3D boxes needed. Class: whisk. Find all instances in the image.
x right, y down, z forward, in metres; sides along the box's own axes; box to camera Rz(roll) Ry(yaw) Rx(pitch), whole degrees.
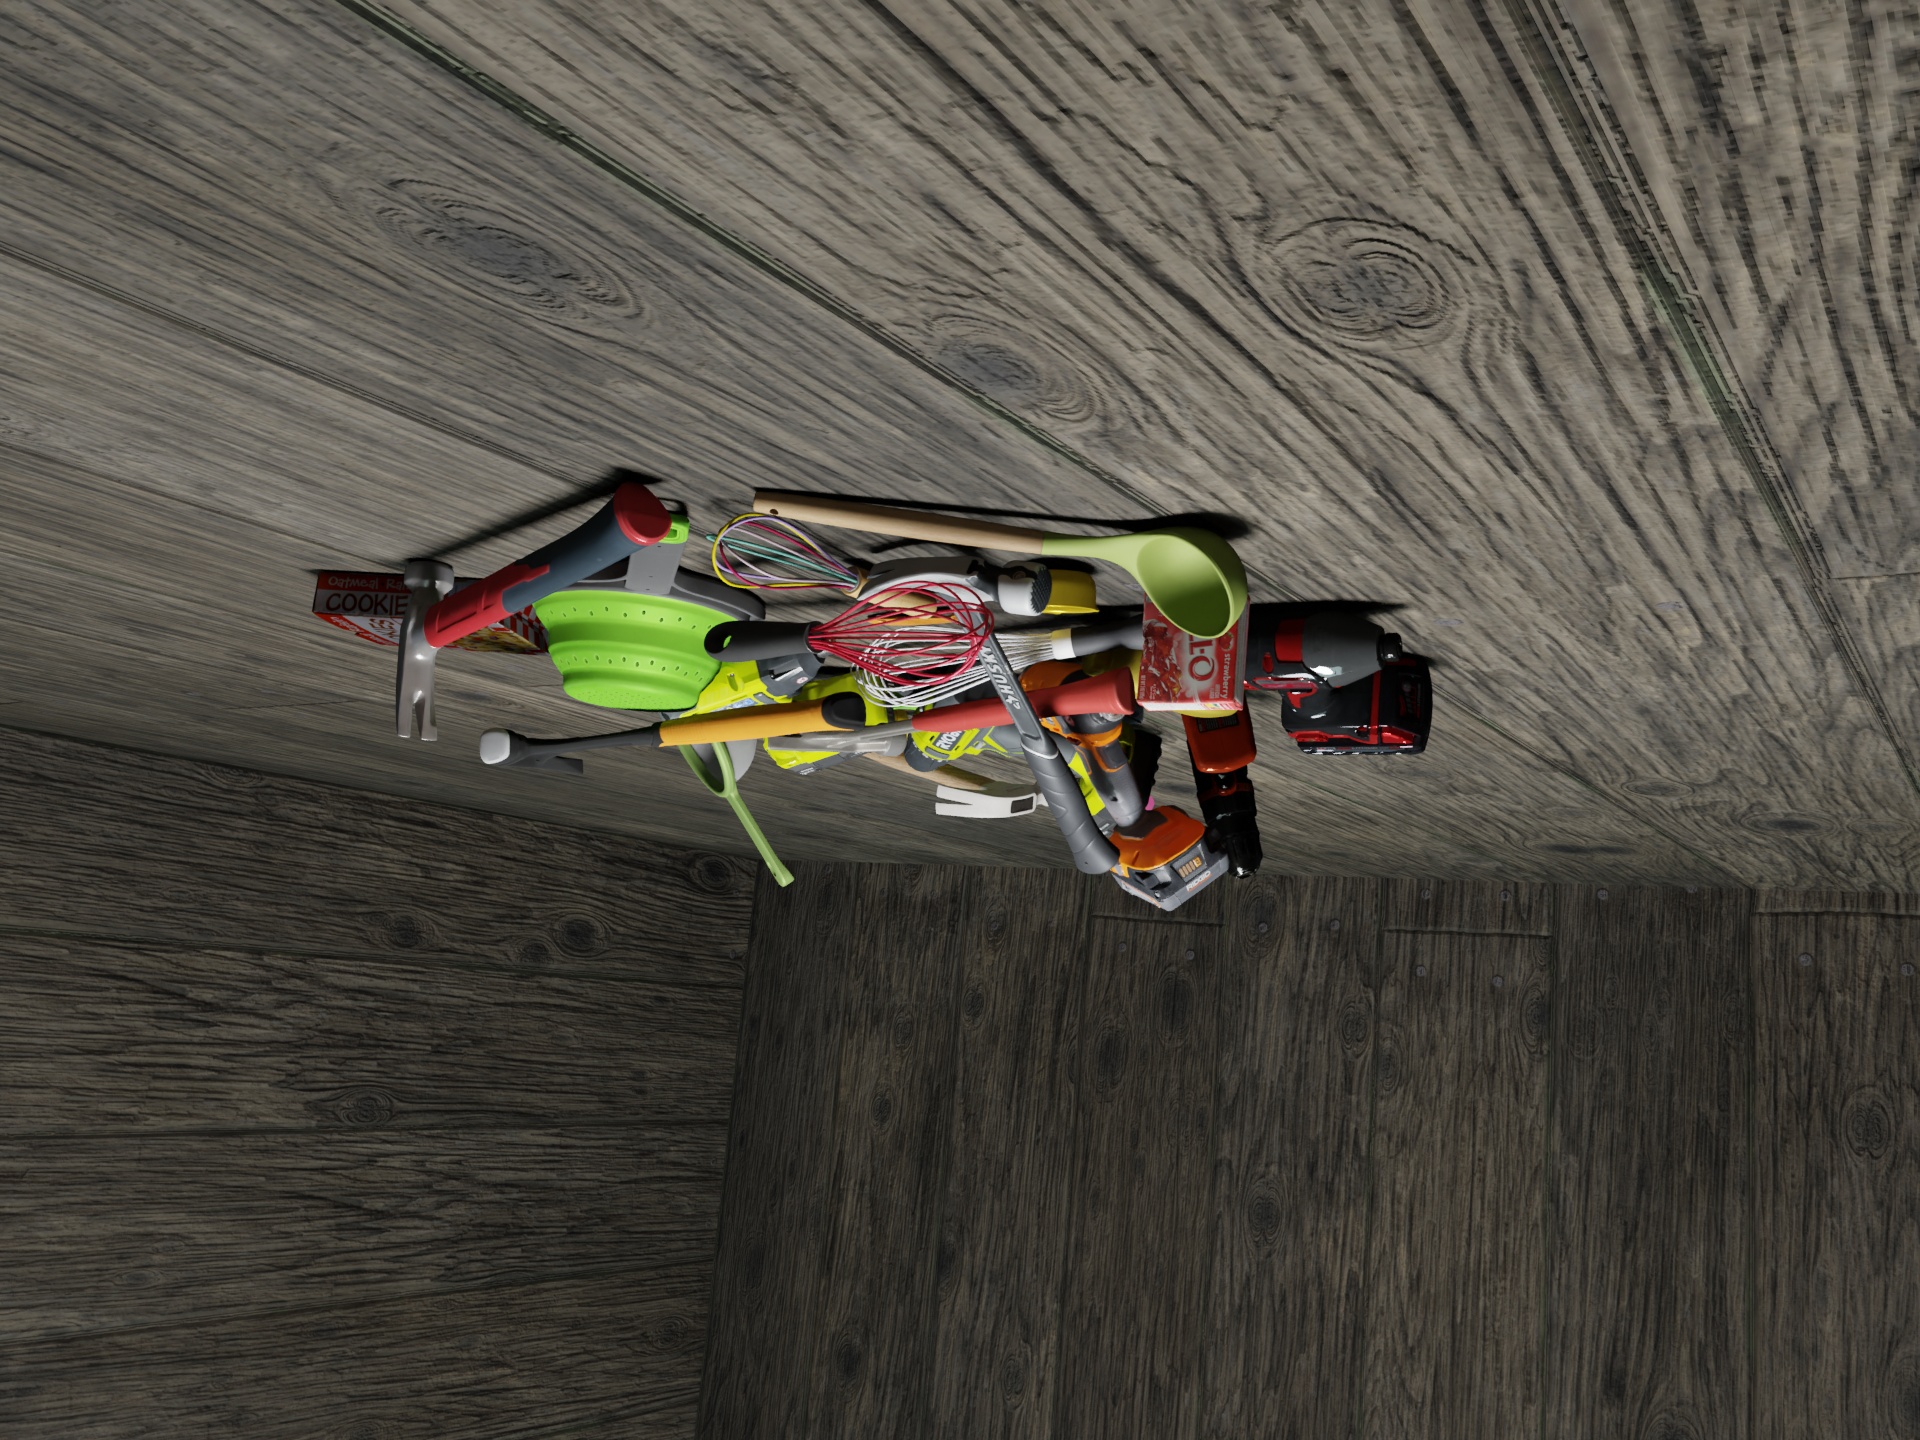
[{"bbox_3d":[0.049,-0.056,1.247,0.284,0.070,0.070,-8,167,14],"label":"whisk"},{"bbox_3d":[-0.089,-0.059,1.118,0.296,0.073,0.073,1,170,45],"label":"whisk"},{"bbox_3d":[-0.095,-0.102,1.144,0.051,0.047,0.244,-3,170,34],"label":"whisk"}]

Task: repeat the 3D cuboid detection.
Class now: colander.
[{"bbox_3d":[-0.247,-0.072,1.236,0.204,0.094,0.397,7,170,-13],"label":"colander"}]

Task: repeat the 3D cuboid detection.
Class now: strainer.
[{"bbox_3d":[-0.219,0.042,1.600,0.069,0.256,0.151,-31,-178,-21],"label":"strainer"}]

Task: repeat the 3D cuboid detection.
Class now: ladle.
[{"bbox_3d":[0.025,-0.108,1.015,0.320,0.062,0.078,8,146,-1],"label":"ladle"}]

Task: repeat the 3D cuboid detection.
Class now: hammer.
[{"bbox_3d":[-0.002,-0.004,1.339,0.149,0.037,0.359,5,170,-43],"label":"hammer"},{"bbox_3d":[0.050,0.008,1.231,0.149,0.036,0.408,9,150,28],"label":"hammer"},{"bbox_3d":[-0.230,0.011,1.331,0.337,0.034,0.127,-7,172,23],"label":"hammer"},{"bbox_3d":[-0.319,-0.082,1.144,0.038,0.143,0.386,9,165,-39],"label":"hammer"},{"bbox_3d":[-0.050,0.047,1.729,0.130,0.031,0.331,-11,-159,-43],"label":"hammer"}]

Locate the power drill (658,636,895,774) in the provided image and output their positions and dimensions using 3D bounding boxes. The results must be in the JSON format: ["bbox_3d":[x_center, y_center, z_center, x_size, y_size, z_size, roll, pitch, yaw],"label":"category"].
[{"bbox_3d":[-0.156,-0.022,1.486,0.171,0.080,0.223,-19,160,17],"label":"power drill"}]

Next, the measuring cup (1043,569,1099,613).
[{"bbox_3d":[0.066,-0.094,1.185,0.062,0.029,0.156,2,-178,-3],"label":"measuring cup"}]

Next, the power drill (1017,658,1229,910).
[{"bbox_3d":[0.141,0.050,1.385,0.084,0.226,0.164,-34,-166,-12],"label":"power drill"}]

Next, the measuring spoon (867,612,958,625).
[{"bbox_3d":[-0.034,-0.086,1.305,0.117,0.011,0.021,1,169,42],"label":"measuring spoon"}]

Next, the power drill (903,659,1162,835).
[{"bbox_3d":[0.060,0.031,1.539,0.228,0.080,0.190,21,153,-9],"label":"power drill"}]

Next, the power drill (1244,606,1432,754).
[{"bbox_3d":[0.296,-0.034,1.253,0.143,0.078,0.219,-1,165,30],"label":"power drill"}]

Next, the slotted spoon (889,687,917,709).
[{"bbox_3d":[0.019,0.000,1.715,0.070,0.031,0.313,-4,168,43],"label":"slotted spoon"}]

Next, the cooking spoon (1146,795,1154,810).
[{"bbox_3d":[0.130,0.031,1.617,0.069,0.017,0.318,-7,150,22],"label":"cooking spoon"}]

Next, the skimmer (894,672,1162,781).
[{"bbox_3d":[0.072,-0.001,1.673,0.127,0.090,0.363,10,167,47],"label":"skimmer"}]
